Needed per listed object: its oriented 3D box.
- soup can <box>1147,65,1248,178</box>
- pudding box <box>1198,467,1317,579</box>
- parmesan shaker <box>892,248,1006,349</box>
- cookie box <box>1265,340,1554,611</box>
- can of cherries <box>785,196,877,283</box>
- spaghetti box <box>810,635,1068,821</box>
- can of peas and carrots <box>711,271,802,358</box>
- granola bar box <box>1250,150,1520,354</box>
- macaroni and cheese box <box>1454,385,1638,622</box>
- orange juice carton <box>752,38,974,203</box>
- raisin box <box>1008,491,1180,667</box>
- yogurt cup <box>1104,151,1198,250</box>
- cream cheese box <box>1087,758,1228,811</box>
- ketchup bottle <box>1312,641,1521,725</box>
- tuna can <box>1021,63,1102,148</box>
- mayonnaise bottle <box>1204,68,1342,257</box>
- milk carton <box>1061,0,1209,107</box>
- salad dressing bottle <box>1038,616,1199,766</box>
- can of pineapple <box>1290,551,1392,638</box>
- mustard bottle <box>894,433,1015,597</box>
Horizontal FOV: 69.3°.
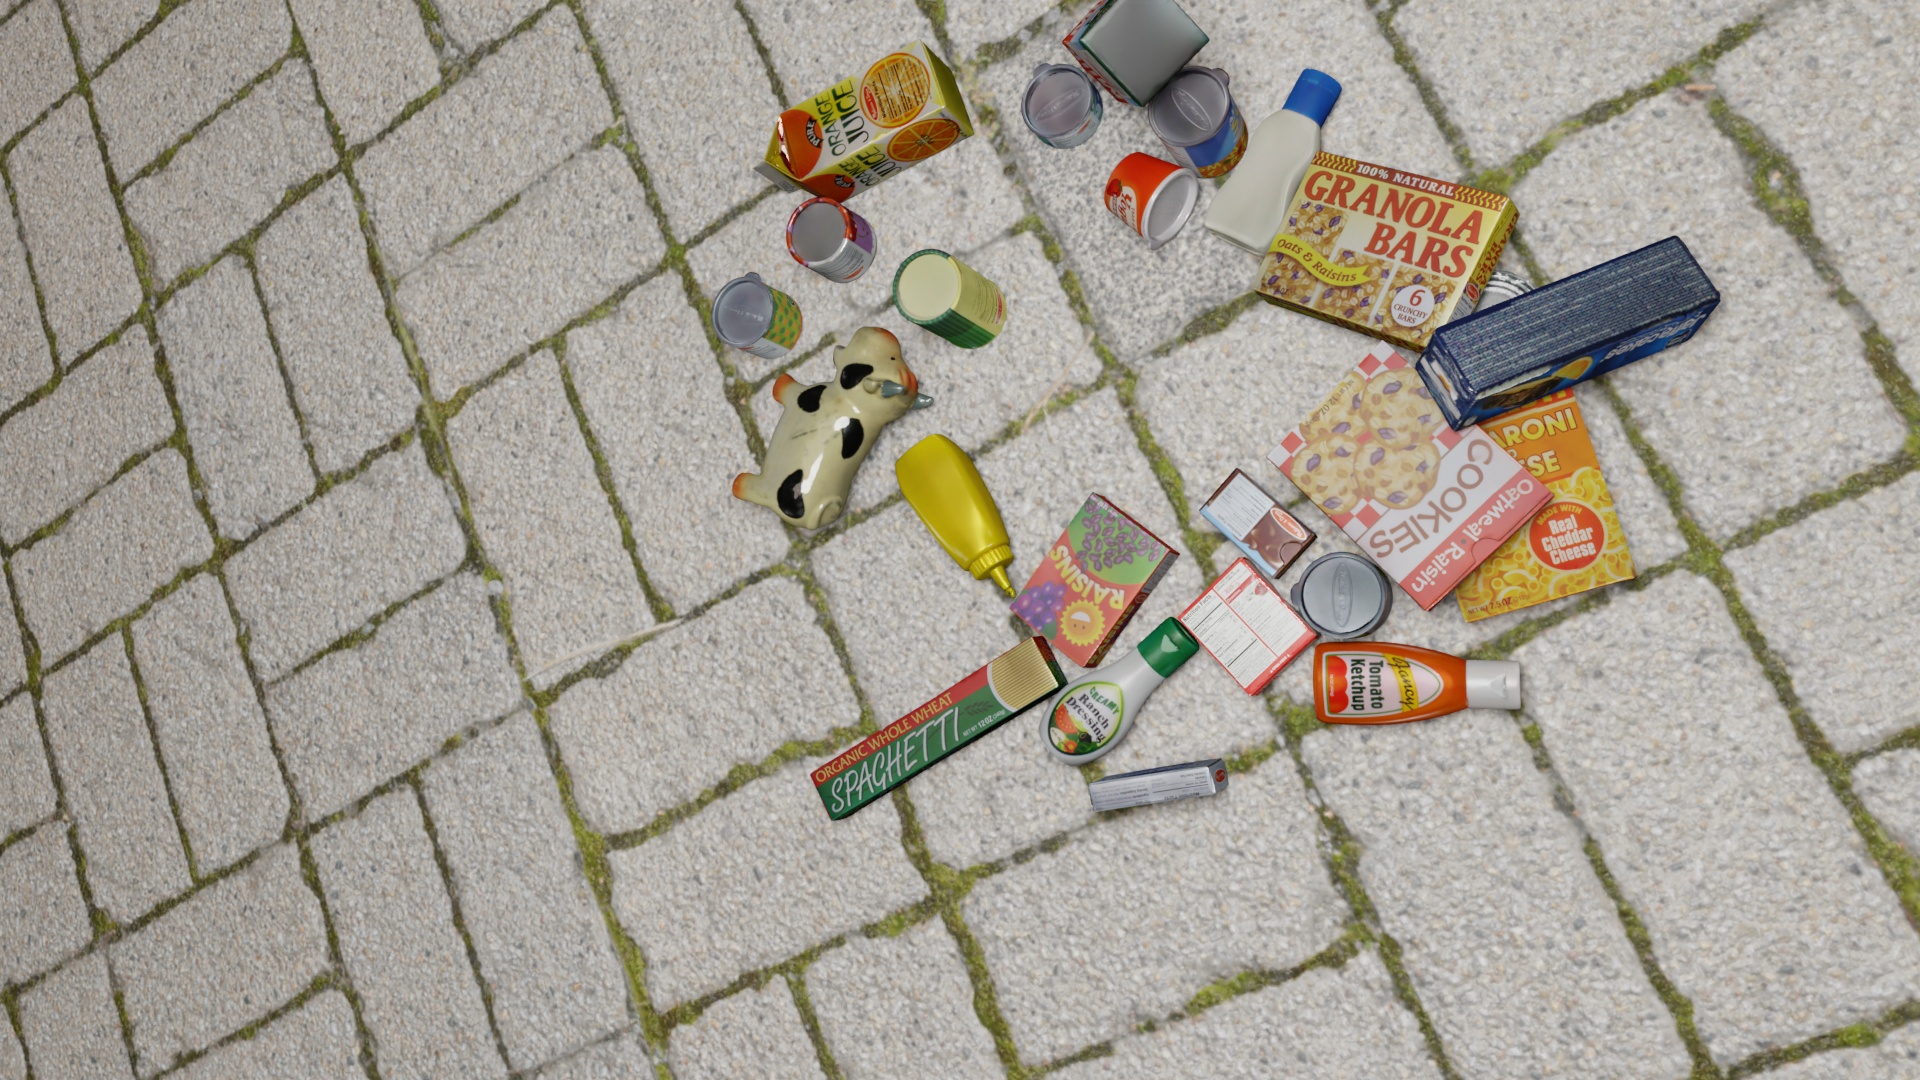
[{"bbox_3d":[0.198,-0.343,1.138,0.071,0.084,0.071,-2,85,22],"label":"soup can"},{"bbox_3d":[0.240,-0.013,1.120,0.084,0.030,0.049,44,101,20],"label":"pudding box"},{"bbox_3d":[-0.009,-0.211,1.201,0.071,0.103,0.071,-2,85,23],"label":"parmesan shaker"},{"bbox_3d":[0.333,-0.047,1.036,0.122,0.040,0.168,-47,70,14],"label":"cookie box"},{"bbox_3d":[-0.120,-0.278,1.277,0.071,0.058,0.071,-2,85,22],"label":"can of cherries"},{"bbox_3d":[-0.022,0.167,1.212,0.249,0.029,0.050,-33,73,16],"label":"spaghetti box"},{"bbox_3d":[-0.189,-0.210,1.299,0.071,0.059,0.071,-2,84,22],"label":"can of peas and carrots"},{"bbox_3d":[0.326,-0.222,1.076,0.166,0.039,0.124,29,96,38],"label":"granola bar box"},{"bbox_3d":[0.416,-0.034,1.043,0.123,0.040,0.166,-18,79,21],"label":"macaroni and cheese box"},{"bbox_3d":[-0.094,-0.370,1.268,0.192,0.072,0.073,-22,77,19],"label":"orange juice carton"},{"bbox_3d":[0.111,0.034,1.164,0.086,0.040,0.123,38,99,20],"label":"raisin box"},{"bbox_3d":[0.158,-0.289,1.162,0.054,0.072,0.072,39,100,29],"label":"yogurt cup"},{"bbox_3d":[0.159,0.197,1.121,0.103,0.053,0.024,-13,83,21],"label":"cream cheese box"},{"bbox_3d":[0.347,0.109,1.057,0.149,0.043,0.064,-2,87,22],"label":"ketchup bottle"},{"bbox_3d":[0.088,-0.381,1.214,0.071,0.033,0.071,-2,85,22],"label":"tuna can"},{"bbox_3d":[0.260,-0.309,1.134,0.065,0.041,0.148,31,96,23],"label":"mayonnaise bottle"},{"bbox_3d":[0.136,-0.406,1.128,0.073,0.191,0.072,42,102,-14],"label":"milk carton"},{"bbox_3d":[0.131,0.123,1.144,0.147,0.044,0.064,-44,77,13],"label":"salad dressing bottle"},{"bbox_3d":[0.297,0.043,1.076,0.071,0.058,0.071,-2,84,22],"label":"can of pineapple"},{"bbox_3d":[0.004,-0.015,1.207,0.065,0.049,0.160,-36,74,16],"label":"mustard bottle"}]
